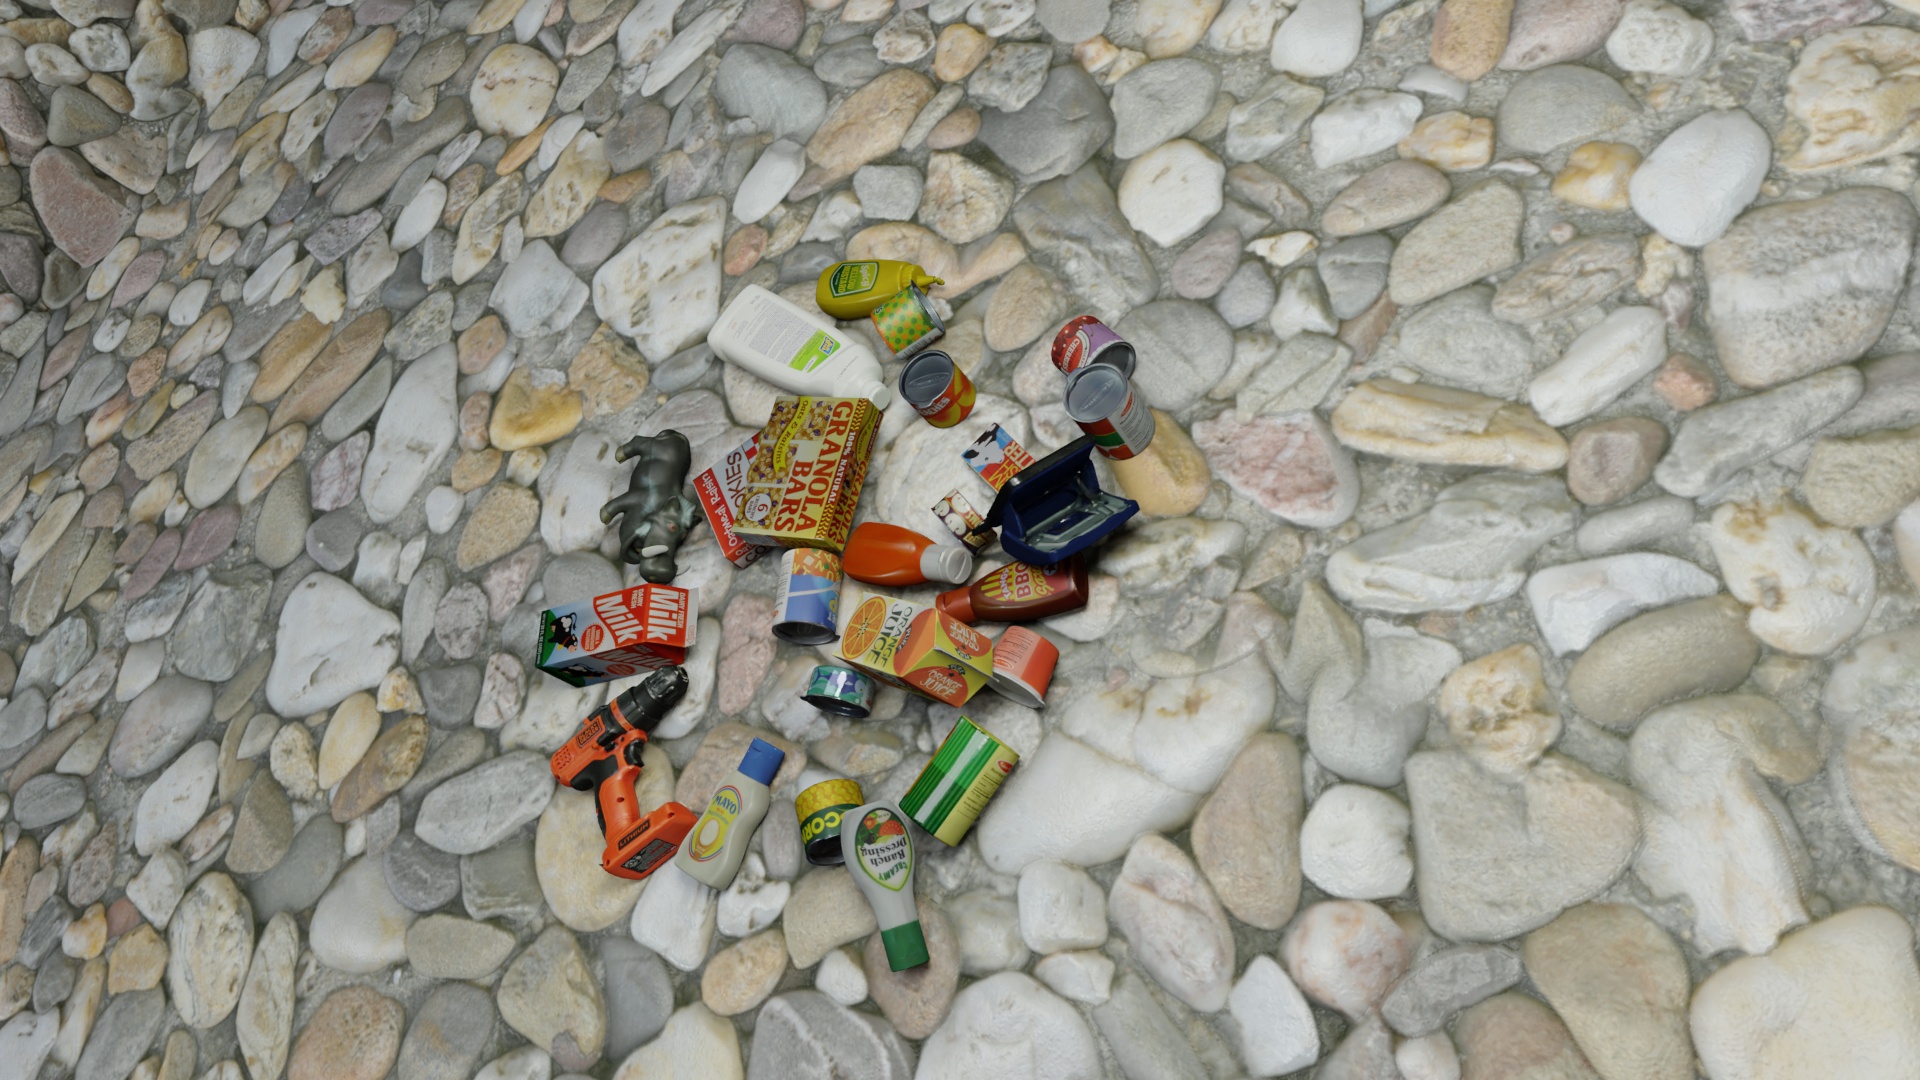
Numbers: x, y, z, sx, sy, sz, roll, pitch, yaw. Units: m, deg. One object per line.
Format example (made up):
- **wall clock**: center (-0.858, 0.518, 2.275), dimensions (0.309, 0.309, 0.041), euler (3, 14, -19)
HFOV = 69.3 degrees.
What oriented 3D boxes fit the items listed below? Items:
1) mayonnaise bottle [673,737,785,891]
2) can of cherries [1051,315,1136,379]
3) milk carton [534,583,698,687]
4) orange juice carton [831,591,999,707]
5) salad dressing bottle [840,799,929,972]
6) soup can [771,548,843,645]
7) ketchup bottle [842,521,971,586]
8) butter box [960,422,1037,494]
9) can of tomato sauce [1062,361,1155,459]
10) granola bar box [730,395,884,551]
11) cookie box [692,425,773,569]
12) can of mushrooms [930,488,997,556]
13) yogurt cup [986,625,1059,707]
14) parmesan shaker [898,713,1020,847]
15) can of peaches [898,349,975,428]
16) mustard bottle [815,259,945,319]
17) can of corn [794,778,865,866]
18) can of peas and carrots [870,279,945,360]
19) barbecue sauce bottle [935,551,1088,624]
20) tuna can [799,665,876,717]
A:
- **mayonnaise bottle**: center (-0.226, 0.270, 1.389), dimensions (0.065, 0.041, 0.148), euler (20, 77, 36)
- **can of cherries**: center (0.133, -0.187, 1.408), dimensions (0.071, 0.071, 0.058), euler (-45, 53, 2)
- **milk carton**: center (-0.369, 0.102, 1.534), dimensions (0.190, 0.073, 0.072), euler (-15, 60, 22)
- **orange juice carton**: center (-0.039, 0.104, 1.306), dimensions (0.192, 0.072, 0.073), euler (7, 68, 60)
- **salad dressing bottle**: center (-0.065, 0.311, 1.253), dimensions (0.044, 0.064, 0.148), euler (-39, 66, 61)
- **soup can**: center (-0.156, 0.059, 1.446), dimensions (0.071, 0.071, 0.084), euler (-8, 62, 25)
- **ketchup bottle**: center (-0.054, 0.018, 1.404), dimensions (0.149, 0.043, 0.065), euler (7, 69, 44)
- **butter box**: center (0.050, -0.072, 1.423), dimensions (0.053, 0.024, 0.104), euler (-45, 53, 2)
- **can of tomato sauce**: center (0.145, -0.126, 1.362), dimensions (0.071, 0.083, 0.071), euler (-13, 60, 23)
- **granola bar box**: center (-0.162, -0.072, 1.482), dimensions (0.124, 0.039, 0.166), euler (4, 68, 29)
- **cookie box**: center (-0.208, -0.064, 1.552), dimensions (0.167, 0.040, 0.123), euler (-35, 54, 8)
- **can of mushrooms**: center (0.005, -0.017, 1.393), dimensions (0.033, 0.071, 0.071), euler (-42, 53, 2)
- **yogurt cup**: center (0.057, 0.116, 1.299), dimensions (0.072, 0.072, 0.054), euler (17, 67, 34)
- **parmesan shaker**: center (-0.003, 0.219, 1.273), dimensions (0.071, 0.071, 0.103), euler (33, 84, 37)
- **can of peaches**: center (-0.024, -0.160, 1.488), dimensions (0.071, 0.058, 0.071), euler (-12, 61, 23)
- **mustard bottle**: center (-0.089, -0.294, 1.598), dimensions (0.160, 0.048, 0.065), euler (-2, 67, 28)
- **can of corn**: center (-0.121, 0.266, 1.315), dimensions (0.071, 0.071, 0.058), euler (-29, 54, 14)
- **can of peas and carrots**: center (-0.060, -0.245, 1.545), dimensions (0.058, 0.071, 0.071), euler (-33, 54, 12)
- **barbecue sauce bottle**: center (0.049, 0.051, 1.348), dimensions (0.148, 0.043, 0.065), euler (-17, 50, 21)
- **tuna can**: center (-0.121, 0.149, 1.376), dimensions (0.071, 0.071, 0.033), euler (1, 65, 30)
